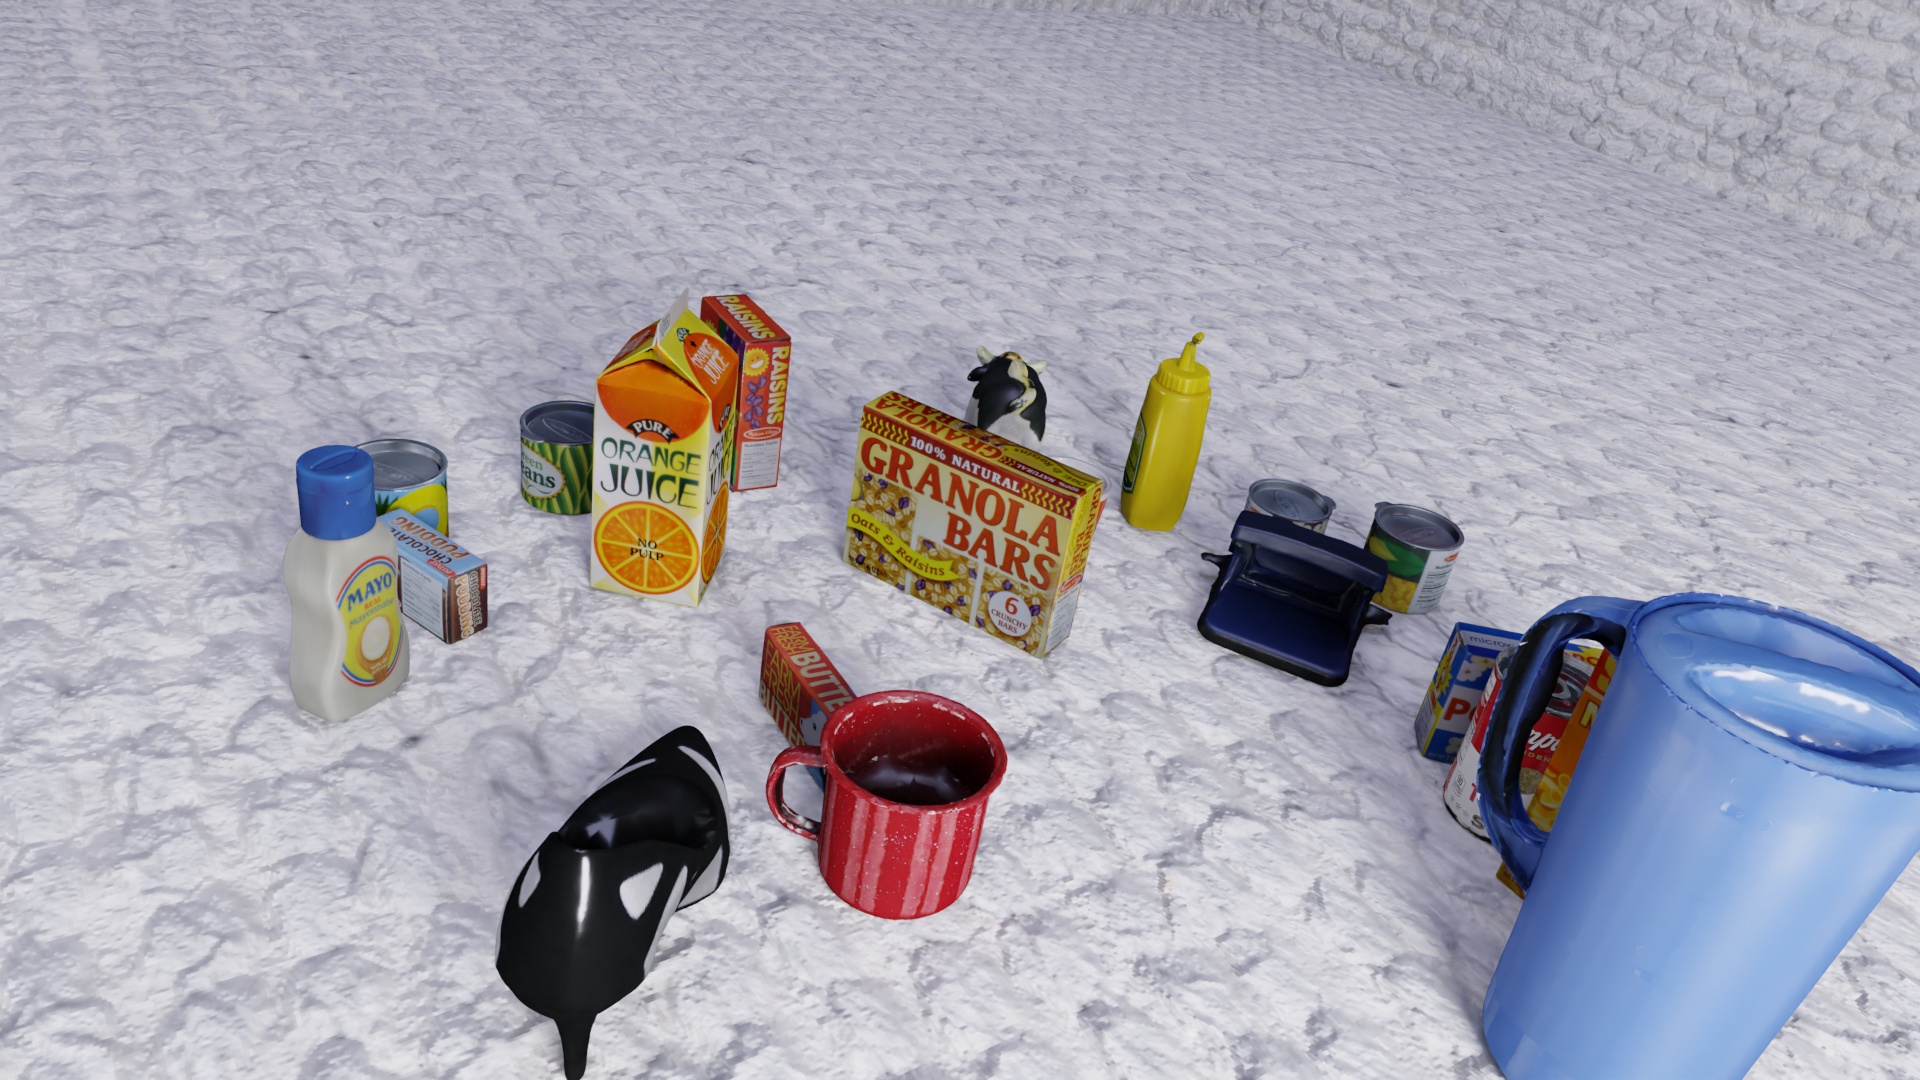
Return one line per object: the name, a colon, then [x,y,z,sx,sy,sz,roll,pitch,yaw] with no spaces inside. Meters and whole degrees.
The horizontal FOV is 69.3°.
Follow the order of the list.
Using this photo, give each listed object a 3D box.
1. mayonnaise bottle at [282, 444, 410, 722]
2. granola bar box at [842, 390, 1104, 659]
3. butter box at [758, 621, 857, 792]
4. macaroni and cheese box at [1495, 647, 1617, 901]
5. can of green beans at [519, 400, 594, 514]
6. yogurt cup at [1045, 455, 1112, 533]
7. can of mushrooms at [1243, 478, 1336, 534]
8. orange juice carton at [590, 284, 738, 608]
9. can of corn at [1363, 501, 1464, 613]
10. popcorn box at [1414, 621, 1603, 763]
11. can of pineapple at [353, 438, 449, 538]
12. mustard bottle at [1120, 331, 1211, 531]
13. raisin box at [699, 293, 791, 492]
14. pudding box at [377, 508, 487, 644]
mayonnaise bottle: [-0.327,0.022,0.737,0.041,0.147,0.065,21,32,17]
granola bar box: [0.003,-0.011,0.916,0.166,0.123,0.039,25,33,24]
butter box: [-0.082,0.095,0.781,0.024,0.052,0.104,-10,36,-30]
macaroni and cheese box: [0.362,0.148,0.715,0.040,0.165,0.124,-11,36,-32]
can of green beans: [-0.275,-0.058,0.977,0.071,0.057,0.071,8,30,-4]
yogurt cup: [0.074,-0.025,1.028,0.072,0.053,0.073,8,30,-4]
can of mushrooms: [0.258,-0.019,1.093,0.071,0.033,0.071,8,30,-4]
orange juice carton: [-0.185,-0.060,0.874,0.073,0.191,0.072,11,30,1]
can of corn: [0.332,0.012,1.039,0.071,0.058,0.071,8,30,-4]
popcorn box: [0.359,0.105,0.865,0.127,0.084,0.038,11,30,1]
can of pineapple: [-0.366,-0.025,0.893,0.071,0.057,0.071,8,30,-4]
mustard bottle: [0.159,-0.086,1.053,0.049,0.159,0.065,7,30,-5]
raisin box: [-0.163,-0.110,1.032,0.040,0.122,0.086,-9,35,-30]
pudding box: [-0.323,0.021,0.838,0.084,0.049,0.030,26,34,26]
